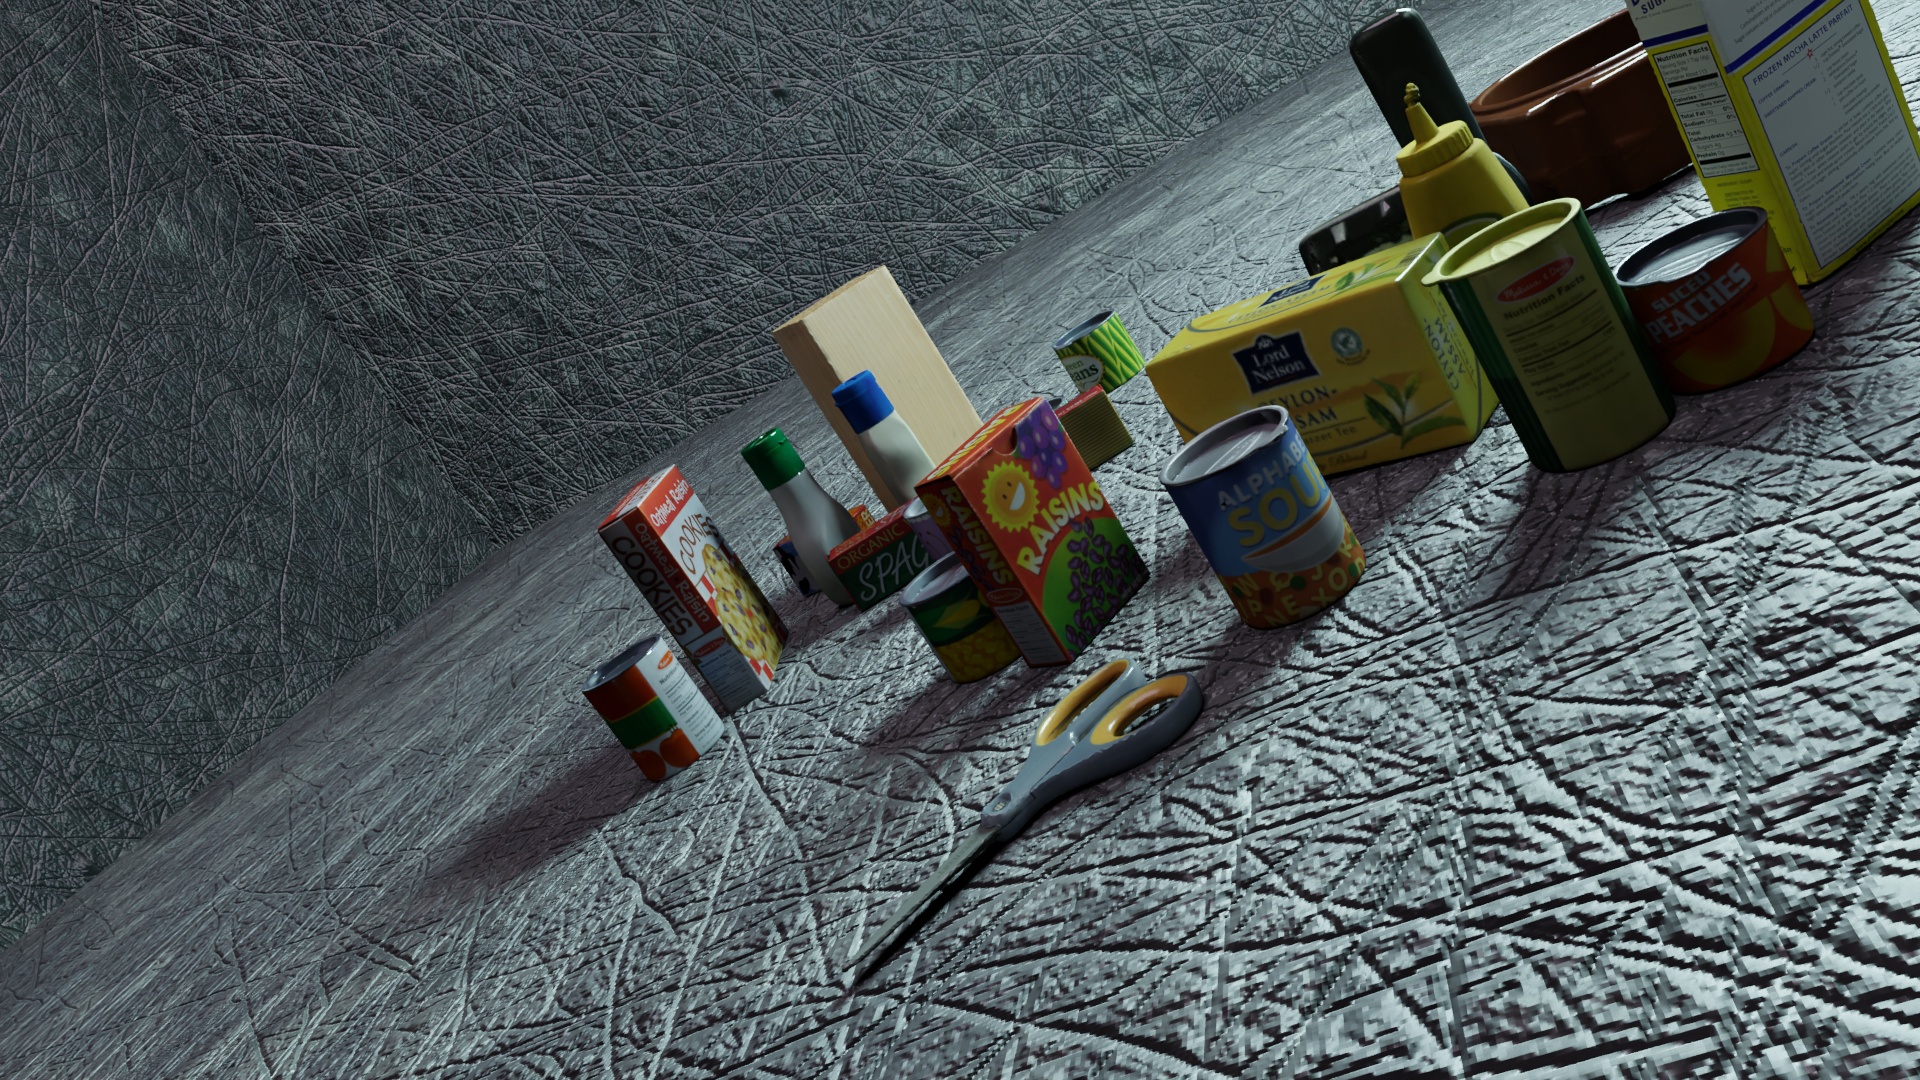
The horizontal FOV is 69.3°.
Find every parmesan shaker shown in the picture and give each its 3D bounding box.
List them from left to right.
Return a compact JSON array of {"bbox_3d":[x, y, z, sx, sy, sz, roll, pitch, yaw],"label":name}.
[{"bbox_3d":[0.261,-0.089,0.618,0.071,0.103,0.071,-31,14,9],"label":"parmesan shaker"}]

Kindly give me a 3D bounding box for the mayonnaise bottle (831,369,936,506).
[{"bbox_3d":[-0.047,-0.064,1.095,0.041,0.148,0.065,-35,14,-10],"label":"mayonnaise bottle"}]

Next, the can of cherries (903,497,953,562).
[{"bbox_3d":[0.004,-0.013,1.001,0.071,0.058,0.072,-30,14,9],"label":"can of cherries"}]

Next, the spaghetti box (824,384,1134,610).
[{"bbox_3d":[0.014,-0.032,1.060,0.250,0.050,0.029,-32,14,3],"label":"spaghetti box"}]

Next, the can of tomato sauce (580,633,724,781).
[{"bbox_3d":[-0.219,0.119,0.984,0.071,0.083,0.071,-30,14,9],"label":"can of tomato sauce"}]

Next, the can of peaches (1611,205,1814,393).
[{"bbox_3d":[0.331,-0.105,0.614,0.071,0.058,0.071,-30,14,9],"label":"can of peaches"}]

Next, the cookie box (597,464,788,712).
[{"bbox_3d":[-0.200,0.033,1.058,0.040,0.167,0.123,-30,14,9],"label":"cookie box"}]

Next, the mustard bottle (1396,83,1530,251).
[{"bbox_3d":[0.275,-0.174,0.755,0.065,0.160,0.049,-24,17,33],"label":"mustard bottle"}]

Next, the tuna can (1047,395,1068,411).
[{"bbox_3d":[0.070,-0.092,1.176,0.071,0.032,0.071,-30,14,9],"label":"tuna can"}]

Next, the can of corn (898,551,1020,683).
[{"bbox_3d":[0.009,0.041,0.813,0.071,0.058,0.071,-30,14,9],"label":"can of corn"}]

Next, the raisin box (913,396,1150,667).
[{"bbox_3d":[0.041,-0.004,0.762,0.086,0.123,0.040,-43,17,-35],"label":"raisin box"}]

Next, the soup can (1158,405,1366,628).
[{"bbox_3d":[0.143,-0.011,0.648,0.071,0.083,0.071,-30,14,9],"label":"soup can"}]

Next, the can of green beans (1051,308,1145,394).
[{"bbox_3d":[0.126,-0.169,1.262,0.071,0.057,0.071,-30,14,9],"label":"can of green beans"}]

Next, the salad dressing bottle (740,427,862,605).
[{"bbox_3d":[-0.118,-0.019,1.099,0.044,0.147,0.064,-25,16,29],"label":"salad dressing bottle"}]

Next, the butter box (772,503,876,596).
[{"bbox_3d":[-0.107,0.009,1.174,0.103,0.053,0.024,-21,18,39],"label":"butter box"}]
